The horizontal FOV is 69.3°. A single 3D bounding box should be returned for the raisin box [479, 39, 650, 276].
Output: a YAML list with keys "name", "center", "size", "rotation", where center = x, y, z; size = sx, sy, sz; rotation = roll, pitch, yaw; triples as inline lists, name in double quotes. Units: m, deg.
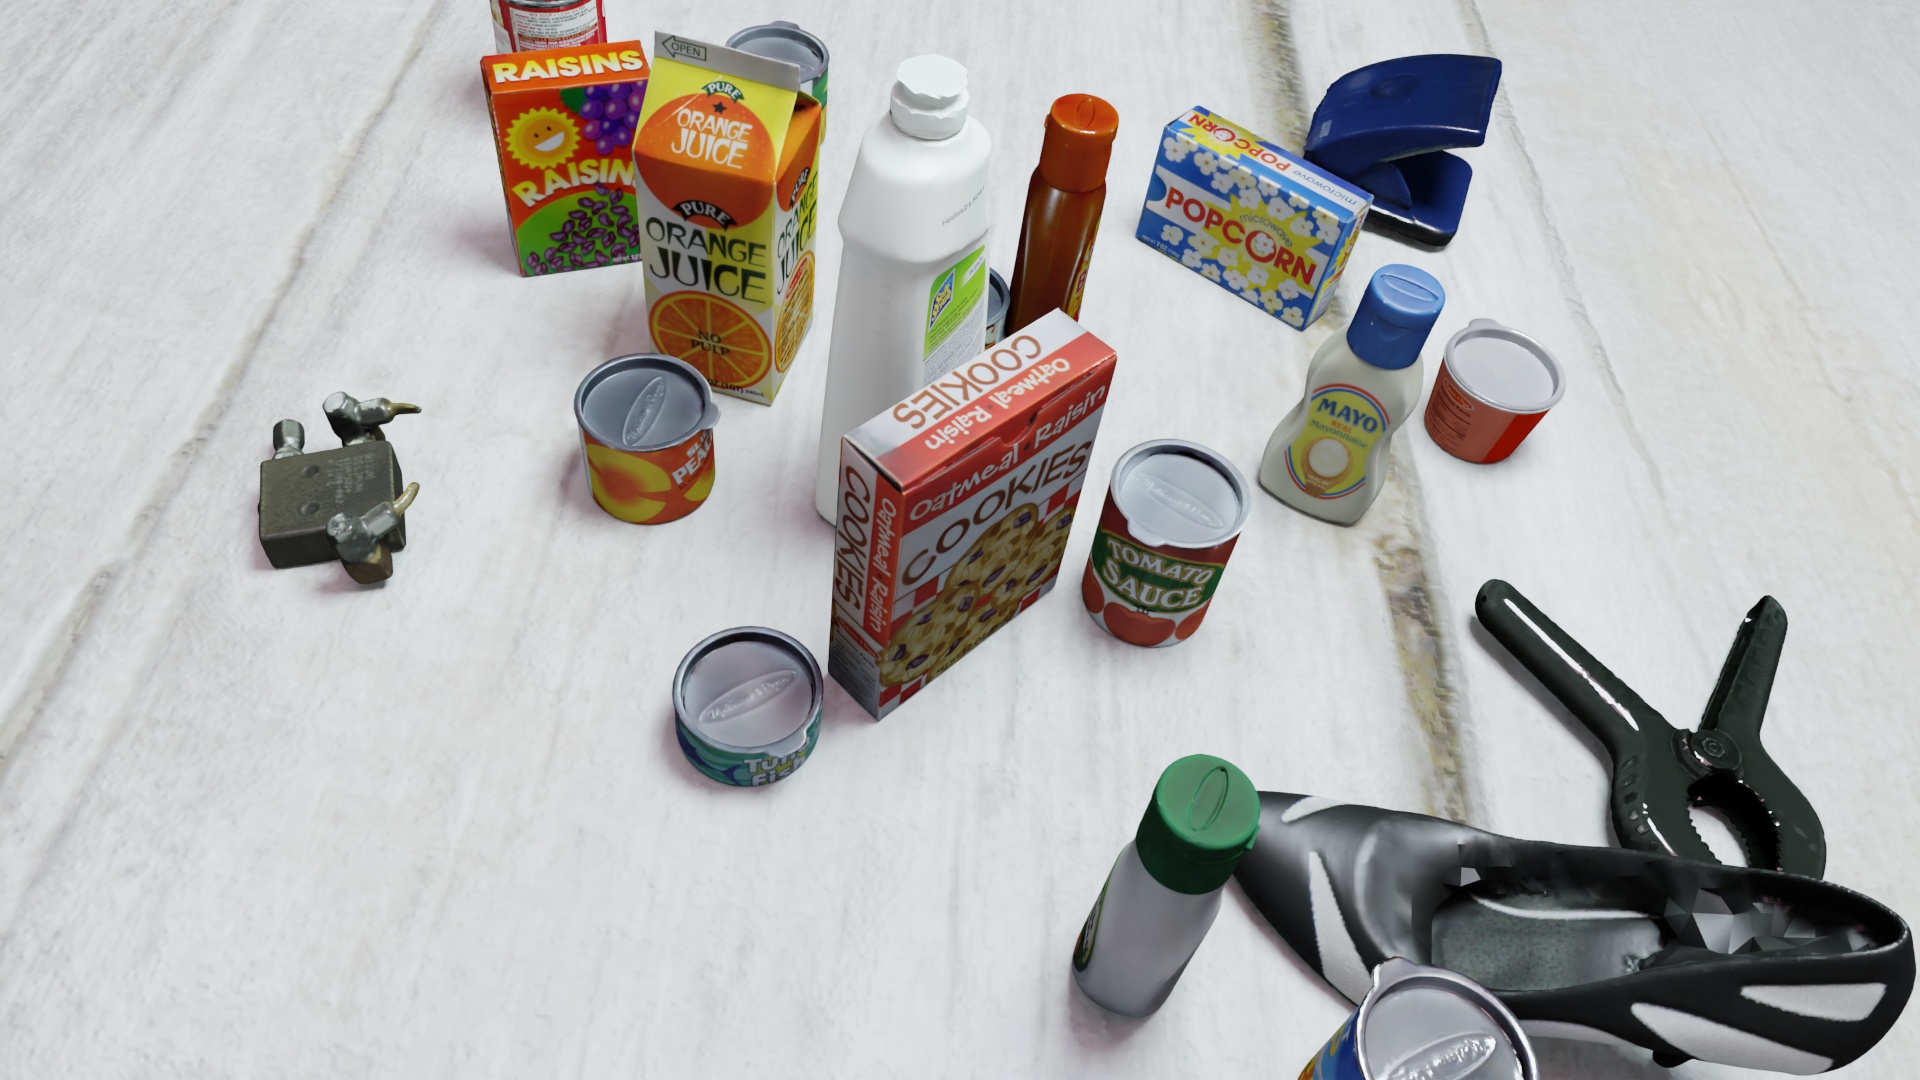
- name: "raisin box"
  center: [-0.213, -0.212, 0.775]
  size: [0.086, 0.122, 0.040]
  rotation: [-12, 54, -17]

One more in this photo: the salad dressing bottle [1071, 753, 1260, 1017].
- name: "salad dressing bottle"
  center: [0.077, 0.132, 0.525]
  size: [0.044, 0.146, 0.064]
  rotation: [26, 53, 12]

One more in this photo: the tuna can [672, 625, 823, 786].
- name: "tuna can"
  center: [-0.093, 0.076, 0.619]
  size: [0.071, 0.032, 0.071]
  rotation: [4, 51, -5]

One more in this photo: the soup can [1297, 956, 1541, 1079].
- name: "soup can"
  center: [0.166, 0.205, 0.520]
  size: [0.071, 0.083, 0.072]
  rotation: [4, 51, -5]

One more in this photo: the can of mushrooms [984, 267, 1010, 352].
- name: "can of mushrooms"
  center: [-0.009, -0.131, 0.797]
  size: [0.071, 0.033, 0.071]
  rotation: [4, 51, -5]

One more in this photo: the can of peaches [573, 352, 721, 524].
- name: "can of peaches"
  center: [-0.154, -0.050, 0.695]
  size: [0.071, 0.057, 0.071]
  rotation: [4, 51, -5]

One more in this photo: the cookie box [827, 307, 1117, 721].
- name: "cookie box"
  center: [0.002, -0.008, 0.614]
  size: [0.123, 0.166, 0.040]
  rotation: [-35, 64, -30]

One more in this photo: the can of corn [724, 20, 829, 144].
- name: "can of corn"
  center: [-0.118, -0.289, 0.893]
  size: [0.071, 0.058, 0.071]
  rotation: [4, 51, -5]

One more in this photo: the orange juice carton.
- name: "orange juice carton"
  center: [-0.117, -0.166, 0.708]
  size: [0.072, 0.191, 0.073]
  rotation: [15, 51, 4]

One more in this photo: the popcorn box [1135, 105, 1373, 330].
- name: "popcorn box"
  center: [0.176, -0.196, 0.842]
  size: [0.127, 0.084, 0.038]
  rotation: [34, 55, 19]

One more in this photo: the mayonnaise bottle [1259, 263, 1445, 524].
- name: "mayonnaise bottle"
  center: [0.202, -0.073, 0.707]
  size: [0.065, 0.147, 0.041]
  rotation: [26, 53, 13]

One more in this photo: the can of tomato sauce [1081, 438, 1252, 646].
- name: "can of tomato sauce"
  center: [0.097, 0.004, 0.672]
  size: [0.071, 0.082, 0.071]
  rotation: [4, 51, -5]

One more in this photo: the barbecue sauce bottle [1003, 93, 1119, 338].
- name: "barbecue sauce bottle"
  center: [0.055, -0.173, 0.767]
  size: [0.044, 0.147, 0.065]
  rotation: [13, 51, 3]

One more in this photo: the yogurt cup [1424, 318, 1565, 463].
- name: "yogurt cup"
  center: [0.299, -0.081, 0.788]
  size: [0.072, 0.053, 0.073]
  rotation: [4, 51, -5]
